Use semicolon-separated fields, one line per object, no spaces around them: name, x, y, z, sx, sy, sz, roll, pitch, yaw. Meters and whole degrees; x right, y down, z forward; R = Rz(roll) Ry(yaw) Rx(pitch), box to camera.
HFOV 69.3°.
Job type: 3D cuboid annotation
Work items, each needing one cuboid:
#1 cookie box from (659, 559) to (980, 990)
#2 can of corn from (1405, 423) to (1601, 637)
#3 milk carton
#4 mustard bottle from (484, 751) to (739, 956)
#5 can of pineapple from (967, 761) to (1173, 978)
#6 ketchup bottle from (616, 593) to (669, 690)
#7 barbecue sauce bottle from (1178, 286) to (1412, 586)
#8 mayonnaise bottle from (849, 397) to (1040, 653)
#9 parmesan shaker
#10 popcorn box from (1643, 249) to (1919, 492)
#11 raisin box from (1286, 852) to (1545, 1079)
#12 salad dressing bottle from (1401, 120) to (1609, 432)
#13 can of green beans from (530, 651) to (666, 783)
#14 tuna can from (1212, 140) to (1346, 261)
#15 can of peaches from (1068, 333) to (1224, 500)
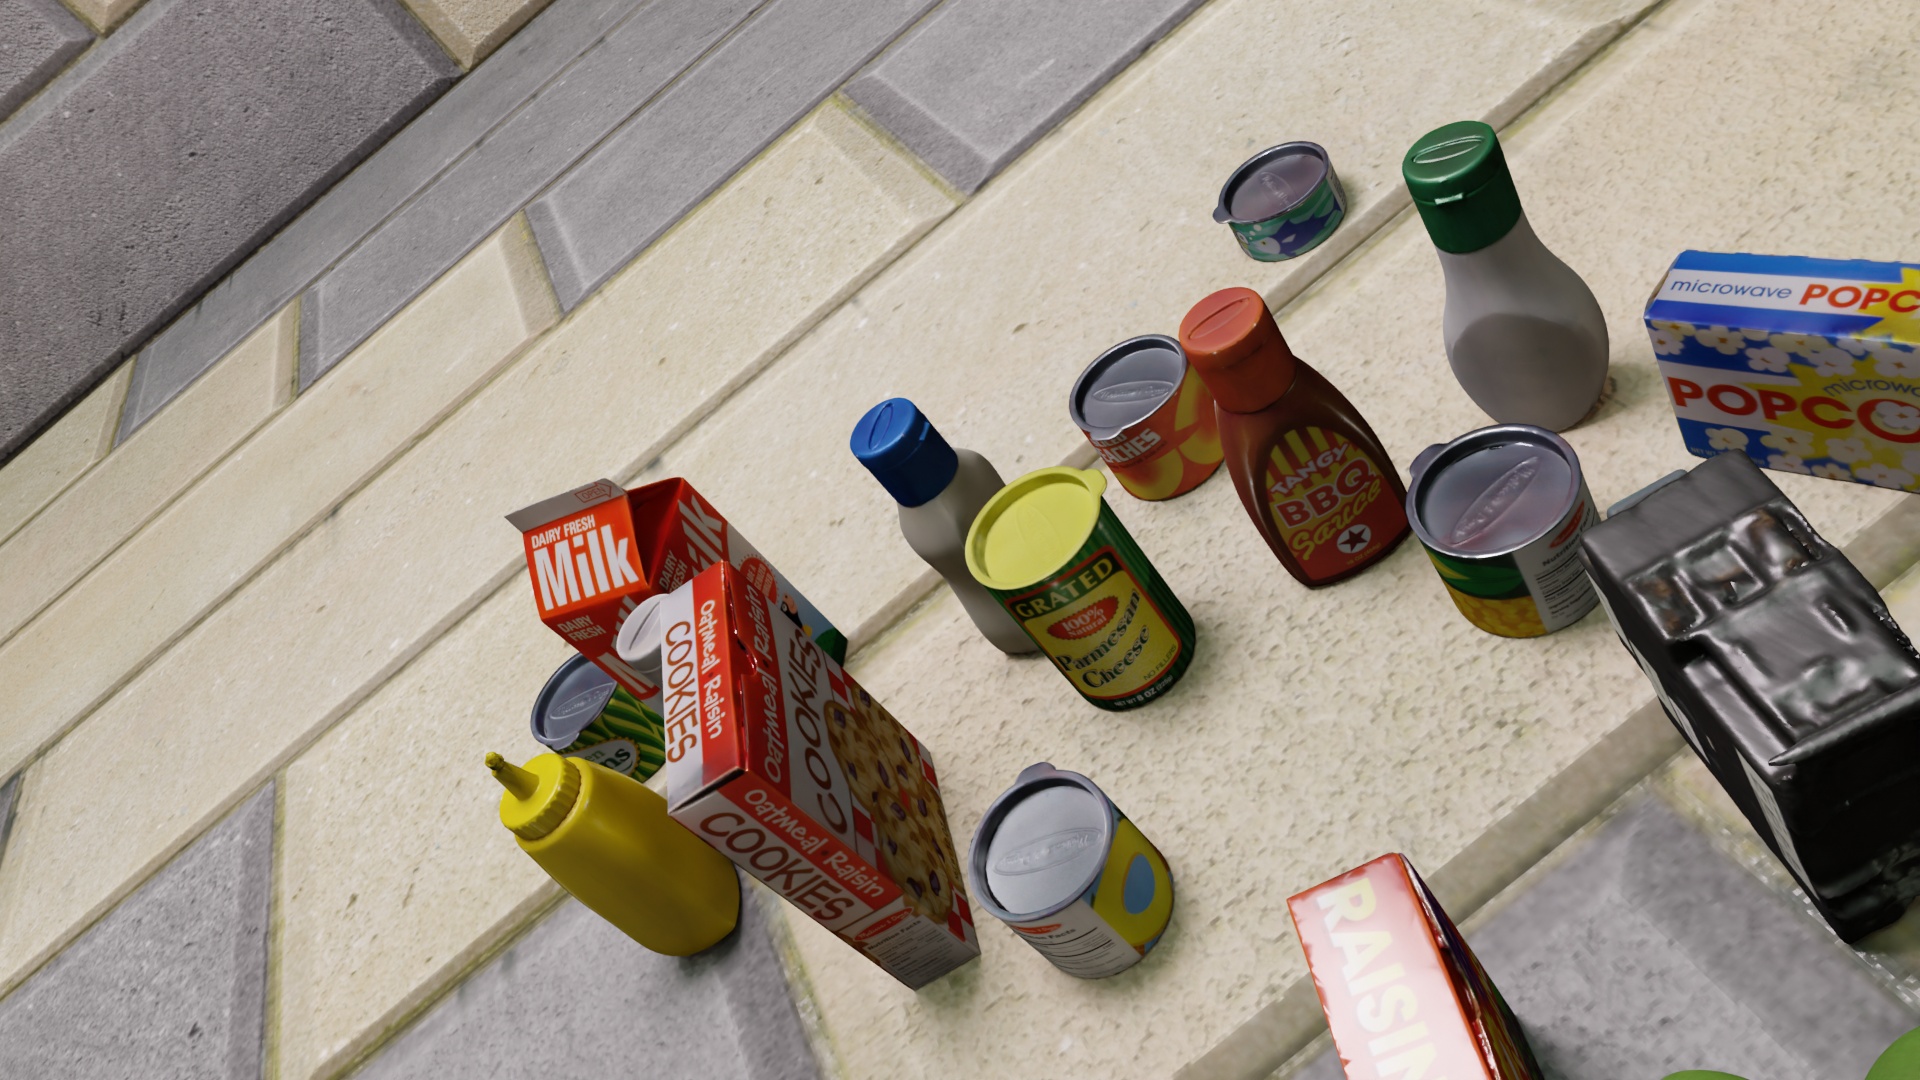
cookie box;-0.061;0.102;0.600;0.040;0.167;0.123;-32;39;12
can of corn;0.219;-0.004;0.557;0.071;0.058;0.071;-23;41;22
milk carton;-0.144;0.035;0.716;0.072;0.190;0.074;-18;43;27
mustard bottle;-0.170;0.141;0.660;0.049;0.159;0.065;-33;38;10
can of pineapple;0.046;0.135;0.567;0.071;0.057;0.071;-23;41;22
ketchup bottle;-0.102;0.082;0.669;0.043;0.148;0.065;2;55;42
barbecue sauce bottle;0.139;-0.044;0.589;0.065;0.148;0.044;-33;39;11
mayonnaise bottle;0.002;-0.008;0.670;0.041;0.147;0.065;-10;48;34
parmesan shaker;0.059;0.022;0.629;0.071;0.102;0.072;-23;41;22
popcorn box;0.324;-0.060;0.501;0.127;0.085;0.038;18;66;48
raisin box;0.146;0.159;0.406;0.040;0.123;0.086;-28;40;16
salad dressing bottle;0.226;-0.107;0.578;0.064;0.147;0.044;-7;49;36
can of green beans;-0.205;0.104;0.808;0.071;0.057;0.071;-23;41;22
tuna can;0.182;-0.192;0.792;0.071;0.032;0.071;-23;41;22
can of peaches;0.097;-0.061;0.715;0.071;0.058;0.071;-23;41;22
